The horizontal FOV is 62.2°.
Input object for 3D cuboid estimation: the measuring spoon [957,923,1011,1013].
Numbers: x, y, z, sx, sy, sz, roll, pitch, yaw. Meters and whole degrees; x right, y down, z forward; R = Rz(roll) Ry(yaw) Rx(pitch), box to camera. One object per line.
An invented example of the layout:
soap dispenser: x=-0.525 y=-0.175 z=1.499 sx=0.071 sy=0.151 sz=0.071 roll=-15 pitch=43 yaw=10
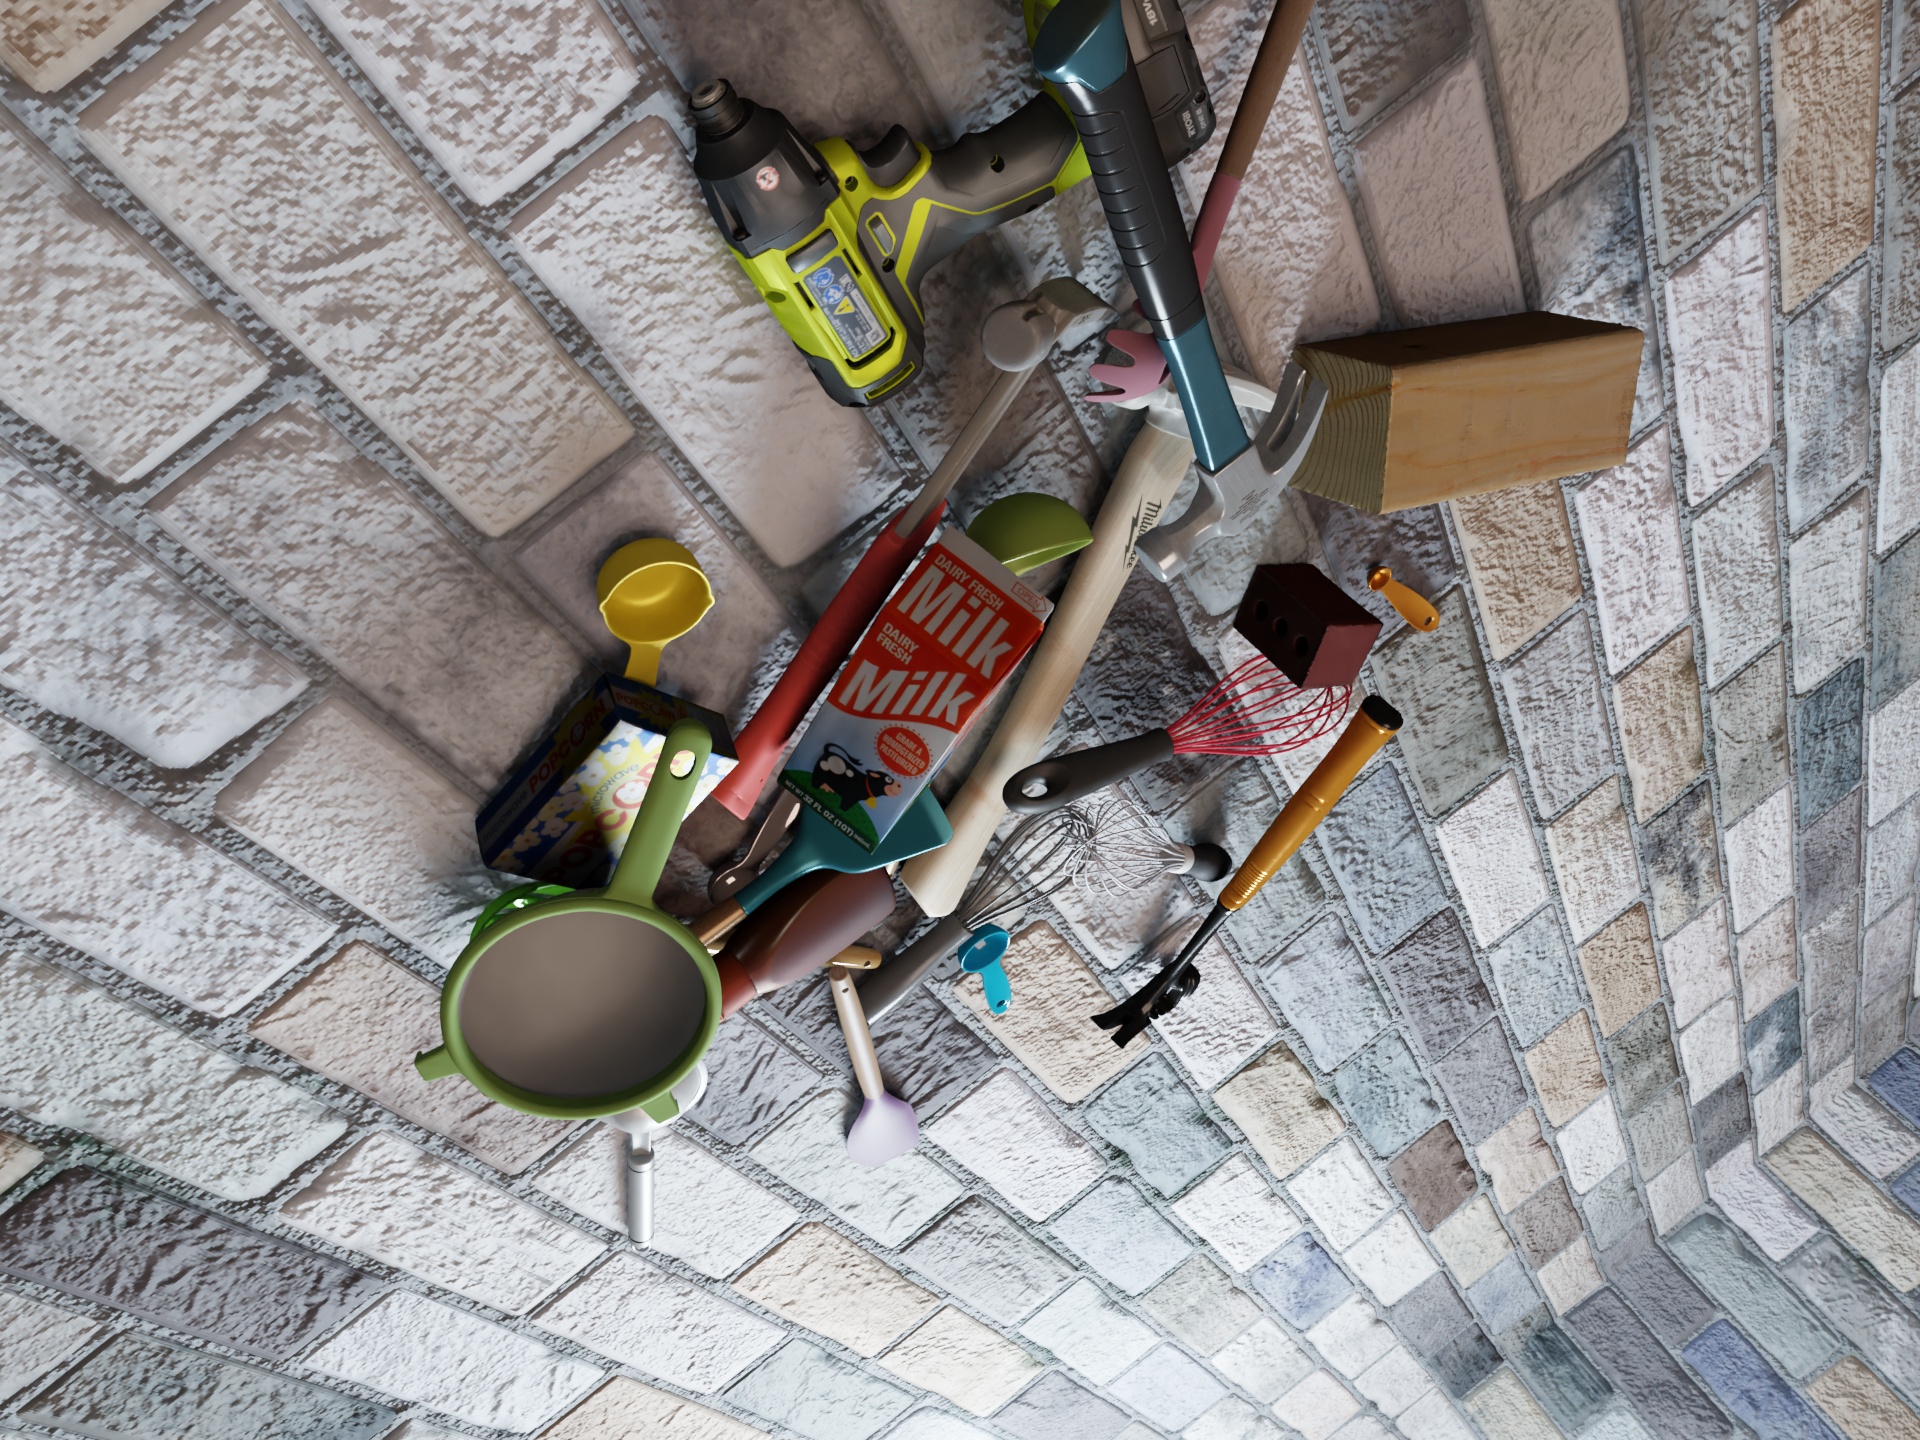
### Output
measuring spoon: x=0.020 y=0.185 z=1.189 sx=0.042 sy=0.021 sz=0.128 roll=-31 pitch=146 yaw=-12

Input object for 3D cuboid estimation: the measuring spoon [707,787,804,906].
measuring spoon: x=-0.120 y=0.064 z=0.987 sx=0.034 sy=0.018 sz=0.124 roll=25 pitch=102 yaw=-46

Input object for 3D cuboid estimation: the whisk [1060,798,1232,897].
whisk: x=0.143 y=0.096 z=1.125 sx=0.070 sy=0.070 sz=0.284 roll=-50 pitch=154 yaw=12

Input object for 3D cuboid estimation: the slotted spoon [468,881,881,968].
slotted spoon: x=-0.169 y=0.140 z=1.006 sx=0.313 sy=0.031 sz=0.070 roll=14 pitch=114 yaw=-44

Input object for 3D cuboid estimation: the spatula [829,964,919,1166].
spatula: x=-0.069 y=0.260 z=1.160 sx=0.060 sy=0.018 sz=0.315 roll=-23 pitch=144 yaw=-13

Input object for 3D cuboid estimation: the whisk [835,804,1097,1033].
whisk: x=0.002 y=0.143 z=1.117 sx=0.239 sy=0.055 sz=0.055 roll=-42 pitch=138 yaw=9

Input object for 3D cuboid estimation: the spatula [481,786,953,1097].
spatula: x=-0.154 y=0.127 z=0.956 sx=0.317 sy=0.044 sz=0.082 roll=-36 pitch=102 yaw=-11

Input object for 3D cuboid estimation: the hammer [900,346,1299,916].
hammer: x=0.071 y=-0.040 z=1.011 sx=0.146 sy=0.038 sz=0.410 roll=4 pitch=123 yaw=-39

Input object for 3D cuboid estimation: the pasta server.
pasta server: x=0.140 y=-0.307 z=0.811 sx=0.060 sy=0.040 sz=0.316 roll=-40 pitch=152 yaw=-72

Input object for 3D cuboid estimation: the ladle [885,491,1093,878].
ladle: x=-0.002 y=-0.003 z=0.968 sx=0.078 sy=0.062 sz=0.320 roll=-17 pitch=140 yaw=-40

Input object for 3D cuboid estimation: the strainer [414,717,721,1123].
strainer: x=-0.192 y=0.101 z=0.877 sx=0.151 sy=0.069 sz=0.256 roll=17 pitch=111 yaw=-22

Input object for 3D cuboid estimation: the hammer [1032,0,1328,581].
hammer: x=0.103 y=-0.205 z=0.778 sx=0.128 sy=0.033 sz=0.330 roll=-38 pitch=141 yaw=-3

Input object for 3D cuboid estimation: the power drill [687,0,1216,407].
power drill: x=-0.006 y=-0.268 z=0.733 sx=0.223 sy=0.080 sz=0.171 roll=-35 pitch=139 yaw=1

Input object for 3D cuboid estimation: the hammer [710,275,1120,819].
hammer: x=-0.041 y=-0.084 z=0.869 sx=0.359 sy=0.037 sz=0.149 roll=-53 pitch=176 yaw=26

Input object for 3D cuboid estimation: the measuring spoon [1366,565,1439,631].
measuring spoon: x=0.325 y=-0.089 z=1.167 sx=0.021 sy=0.011 sz=0.116 roll=-50 pitch=140 yaw=13

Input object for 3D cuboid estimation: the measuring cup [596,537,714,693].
measuring cup: x=-0.176 y=-0.036 z=0.858 sx=0.062 sy=0.029 sz=0.156 roll=-5 pitch=140 yaw=-29

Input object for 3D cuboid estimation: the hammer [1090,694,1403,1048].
hammer: x=0.216 y=0.114 z=1.183 sx=0.127 sy=0.034 sz=0.336 roll=-20 pitch=148 yaw=-52

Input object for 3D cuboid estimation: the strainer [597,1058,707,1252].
strainer: x=-0.219 y=0.299 z=1.100 sx=0.087 sy=0.050 sz=0.258 roll=-2 pitch=132 yaw=-14

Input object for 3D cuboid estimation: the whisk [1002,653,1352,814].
whisk: x=0.151 y=0.010 z=1.070 sx=0.296 sy=0.073 sz=0.073 roll=-18 pitch=134 yaw=-29
